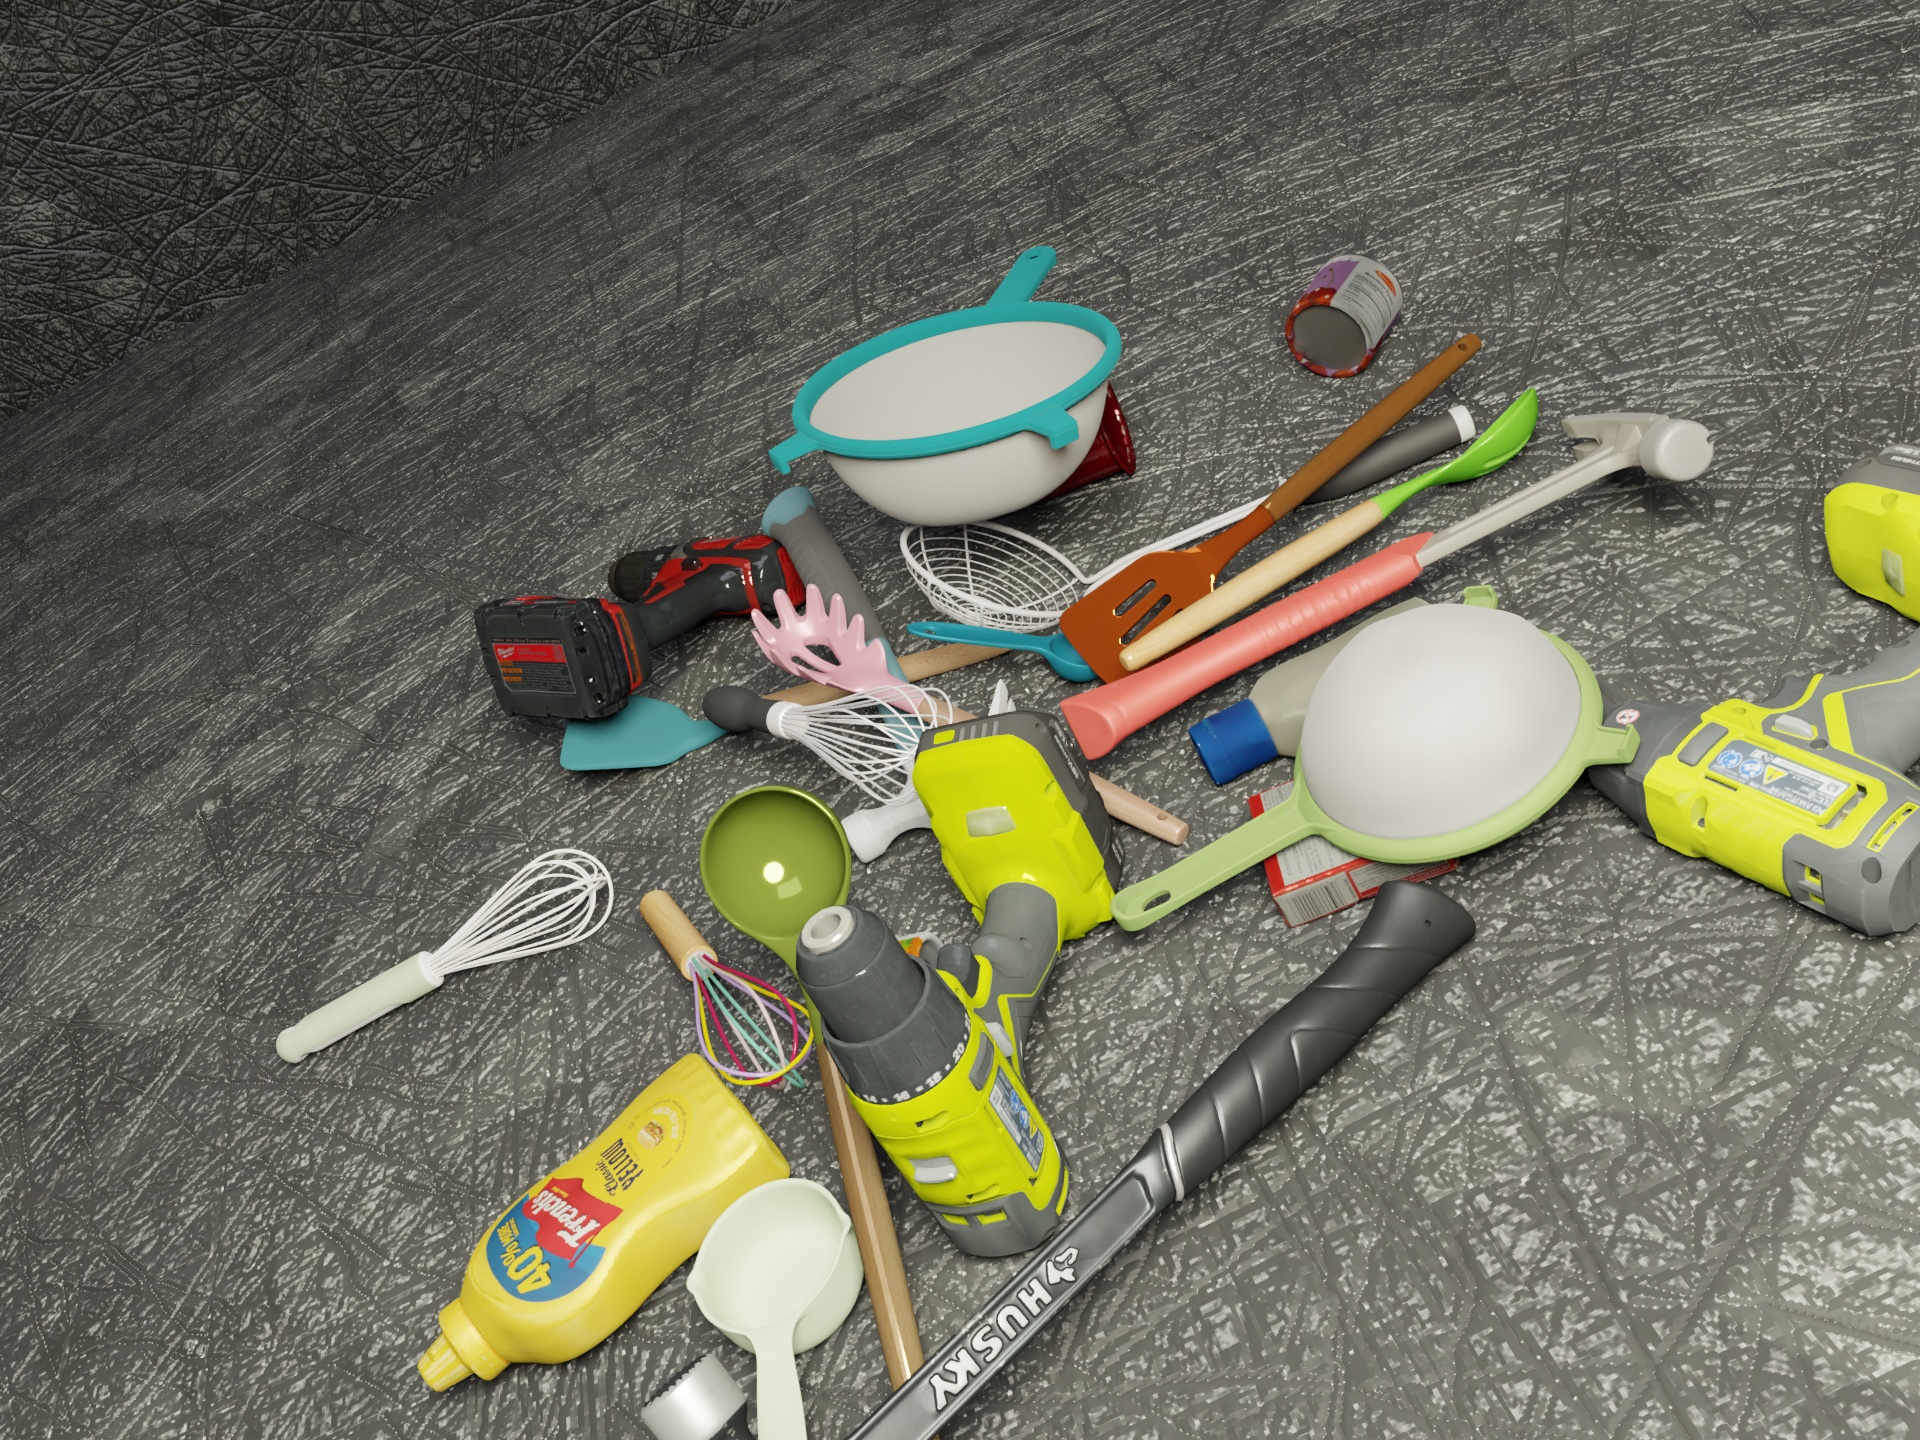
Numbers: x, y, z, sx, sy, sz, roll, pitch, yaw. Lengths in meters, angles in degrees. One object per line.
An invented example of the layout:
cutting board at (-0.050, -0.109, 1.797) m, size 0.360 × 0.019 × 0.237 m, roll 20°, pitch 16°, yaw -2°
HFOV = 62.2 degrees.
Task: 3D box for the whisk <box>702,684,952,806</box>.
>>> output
whisk at (-0.086, 0.004, 0.947) m, size 0.070 × 0.070 × 0.285 m, roll -45°, pitch 27°, yaw -21°

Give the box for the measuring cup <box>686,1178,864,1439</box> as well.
measuring cup at (-0.073, 0.281, 0.695) m, size 0.083 × 0.038 × 0.168 m, roll -23°, pitch 39°, yaw 7°

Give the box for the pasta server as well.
pasta server at (-0.001, -0.003, 0.930) m, size 0.316 × 0.040 × 0.060 m, roll 27°, pitch 56°, yaw 32°

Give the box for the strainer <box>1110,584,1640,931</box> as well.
strainer at (0.174, 0.017, 0.762) m, size 0.256 × 0.069 × 0.152 m, roll -31°, pitch 34°, yaw 8°

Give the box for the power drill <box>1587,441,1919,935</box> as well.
power drill at (0.401, -0.022, 0.718) m, size 0.223 × 0.080 × 0.171 m, roll -41°, pitch 38°, yaw -12°

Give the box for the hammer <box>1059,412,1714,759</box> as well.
hammer at (0.221, -0.077, 0.883) m, size 0.359 × 0.036 × 0.149 m, roll -27°, pitch 11°, yaw 2°

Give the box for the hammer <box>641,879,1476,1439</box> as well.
hammer at (0.077, 0.200, 0.656) m, size 0.409 × 0.036 × 0.149 m, roll -37°, pitch 80°, yaw -23°

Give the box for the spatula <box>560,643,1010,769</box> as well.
spatula at (-0.119, -0.020, 1.077) m, size 0.317 × 0.044 × 0.082 m, roll -15°, pitch 41°, yaw 16°

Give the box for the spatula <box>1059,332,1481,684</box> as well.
spatula at (0.202, -0.136, 0.974) m, size 0.322 × 0.041 × 0.081 m, roll -39°, pitch 74°, yaw -12°

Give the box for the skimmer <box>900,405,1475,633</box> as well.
skimmer at (0.144, -0.146, 1.017) m, size 0.363 × 0.090 × 0.127 m, roll -22°, pitch 31°, yaw 9°

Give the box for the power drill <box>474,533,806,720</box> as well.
power drill at (-0.242, -0.080, 1.159) m, size 0.188 × 0.080 × 0.227 m, roll 3°, pitch 24°, yaw 36°

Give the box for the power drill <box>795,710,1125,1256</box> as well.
power drill at (0.004, 0.101, 0.736) m, size 0.080 × 0.190 × 0.229 m, roll -12°, pitch 35°, yaw 25°

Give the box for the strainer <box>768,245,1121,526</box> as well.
strainer at (0.022, -0.220, 1.068) m, size 0.211 × 0.095 × 0.341 m, roll -2°, pitch 34°, yaw 20°

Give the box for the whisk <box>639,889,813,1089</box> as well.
whisk at (-0.134, 0.142, 0.879) m, size 0.047 × 0.051 × 0.245 m, roll -58°, pitch 29°, yaw -1°

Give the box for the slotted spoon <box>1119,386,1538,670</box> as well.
slotted spoon at (0.224, -0.110, 0.939) m, size 0.314 × 0.031 × 0.070 m, roll -31°, pitch -7°, yaw -13°

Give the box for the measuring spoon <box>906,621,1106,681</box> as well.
measuring spoon at (0.029, -0.042, 0.986) m, size 0.128 × 0.021 × 0.042 m, roll 8°, pitch 31°, yaw -1°

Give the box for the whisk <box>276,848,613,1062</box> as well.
whisk at (-0.329, 0.154, 1.009) m, size 0.246 × 0.059 × 0.058 m, roll -29°, pitch 0°, yaw 6°

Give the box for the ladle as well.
ladle at (-0.059, 0.169, 0.726) m, size 0.078 × 0.062 × 0.320 m, roll -26°, pitch 55°, yaw 11°

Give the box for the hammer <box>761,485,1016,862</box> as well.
hammer at (-0.066, -0.053, 1.046) m, size 0.128 × 0.033 × 0.331 m, roll -29°, pitch 47°, yaw -2°
